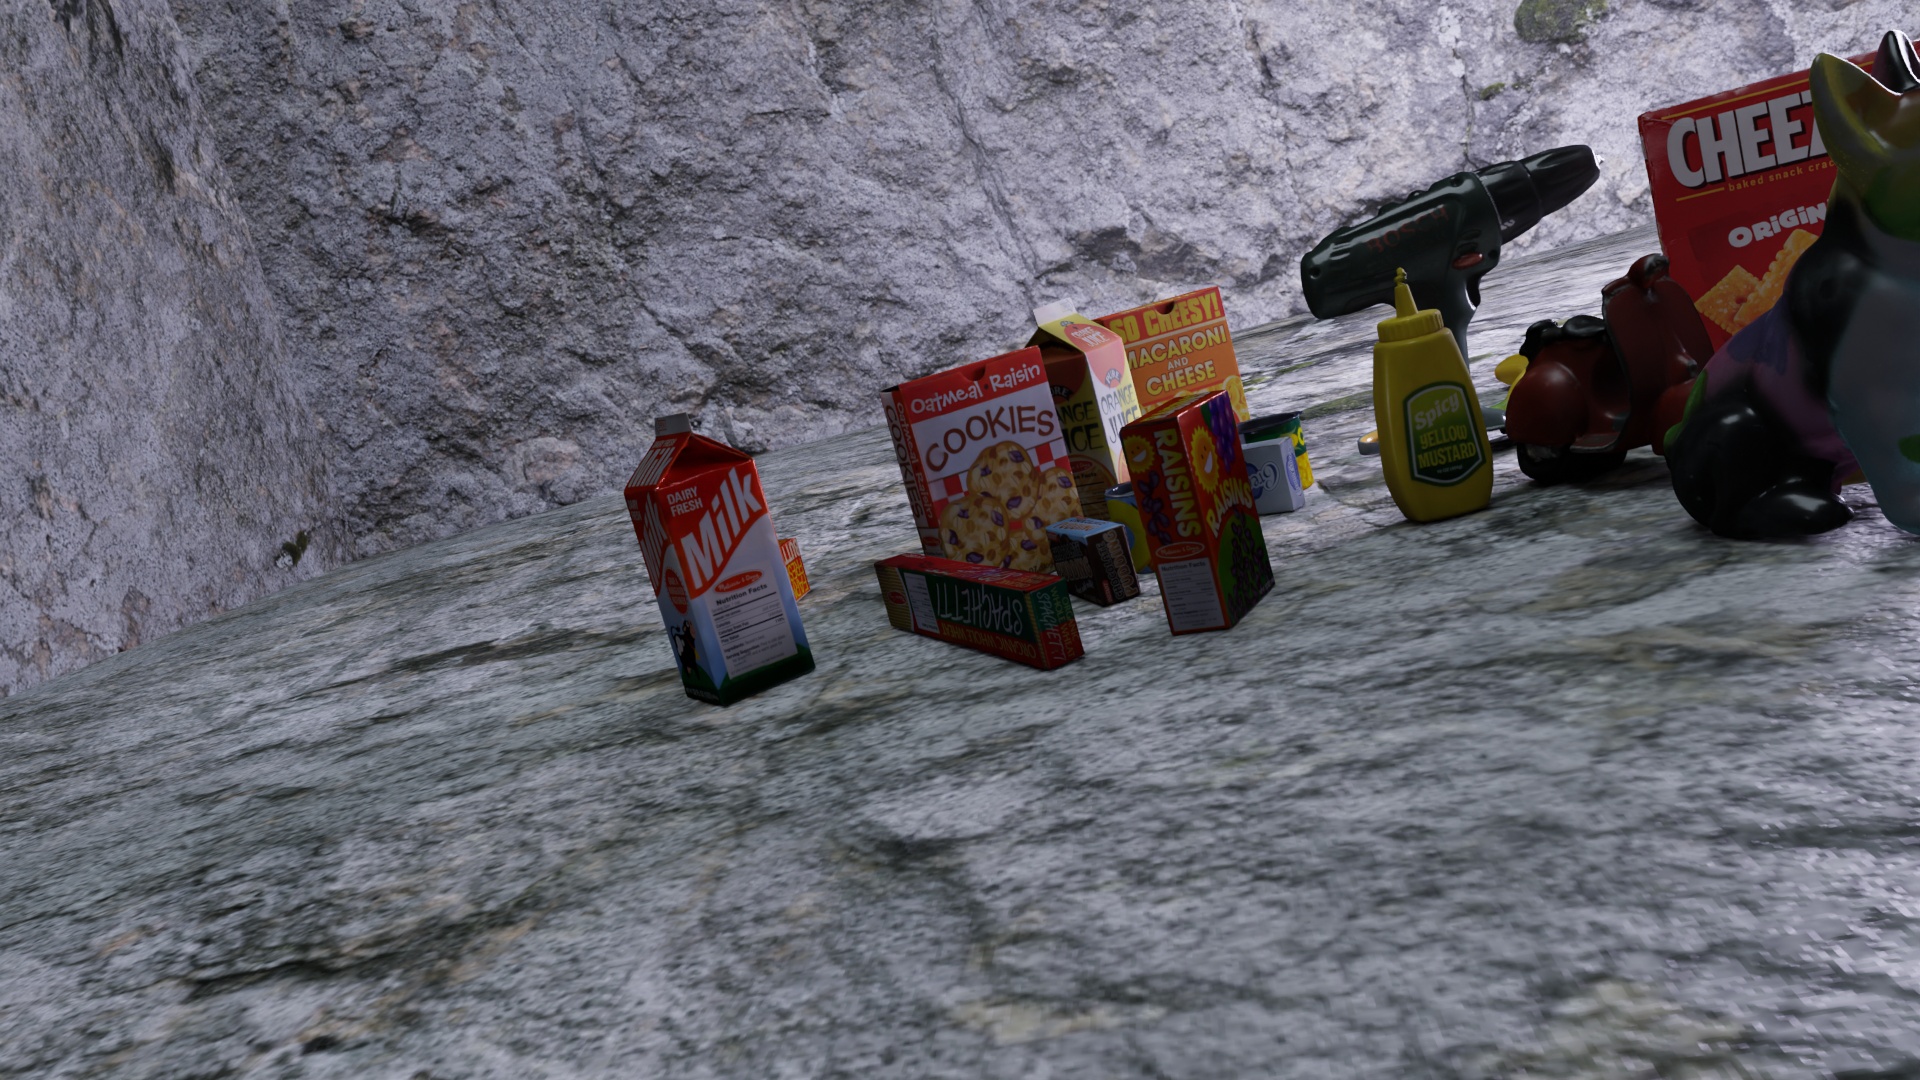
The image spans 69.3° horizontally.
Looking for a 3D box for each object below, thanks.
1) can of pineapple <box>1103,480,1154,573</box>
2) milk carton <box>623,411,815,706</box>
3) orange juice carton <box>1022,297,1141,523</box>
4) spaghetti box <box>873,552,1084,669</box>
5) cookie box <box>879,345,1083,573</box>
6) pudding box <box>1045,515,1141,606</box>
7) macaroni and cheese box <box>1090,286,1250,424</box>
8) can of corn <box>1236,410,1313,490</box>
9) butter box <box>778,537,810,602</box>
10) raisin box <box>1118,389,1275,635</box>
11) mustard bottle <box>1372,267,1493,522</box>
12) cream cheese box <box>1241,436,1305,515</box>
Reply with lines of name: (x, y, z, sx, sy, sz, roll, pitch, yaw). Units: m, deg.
can of pineapple: (0.139, -0.014, 0.975, 0.071, 0.057, 0.071, -15, 9, 3)
milk carton: (-0.168, 0.007, 0.934, 0.074, 0.190, 0.072, -20, 10, -29)
orange juice carton: (0.098, -0.099, 1.123, 0.073, 0.192, 0.072, -9, 11, 34)
spaghetti box: (0.005, 0.041, 0.890, 0.029, 0.050, 0.250, -19, 10, -22)
cookie box: (0.022, -0.049, 1.032, 0.123, 0.167, 0.040, -20, 10, -27)
pudding box: (0.088, 0.012, 0.929, 0.030, 0.049, 0.084, -17, 9, -13)
macaroni and cheese box: (0.193, -0.133, 1.254, 0.124, 0.166, 0.040, -18, 9, -19)
can of corn: (0.247, -0.067, 1.112, 0.071, 0.058, 0.071, -15, 9, 3)
butter box: (-0.160, 0.034, 1.190, 0.024, 0.053, 0.104, -13, 9, 14)
raisin box: (0.138, -0.018, 0.801, 0.040, 0.123, 0.086, -10, 11, 33)
mustard bottle: (0.293, -0.094, 0.881, 0.065, 0.160, 0.049, -15, 9, 1)
cream cheese box: (0.206, -0.044, 1.057, 0.103, 0.053, 0.024, -8, 12, 38)
